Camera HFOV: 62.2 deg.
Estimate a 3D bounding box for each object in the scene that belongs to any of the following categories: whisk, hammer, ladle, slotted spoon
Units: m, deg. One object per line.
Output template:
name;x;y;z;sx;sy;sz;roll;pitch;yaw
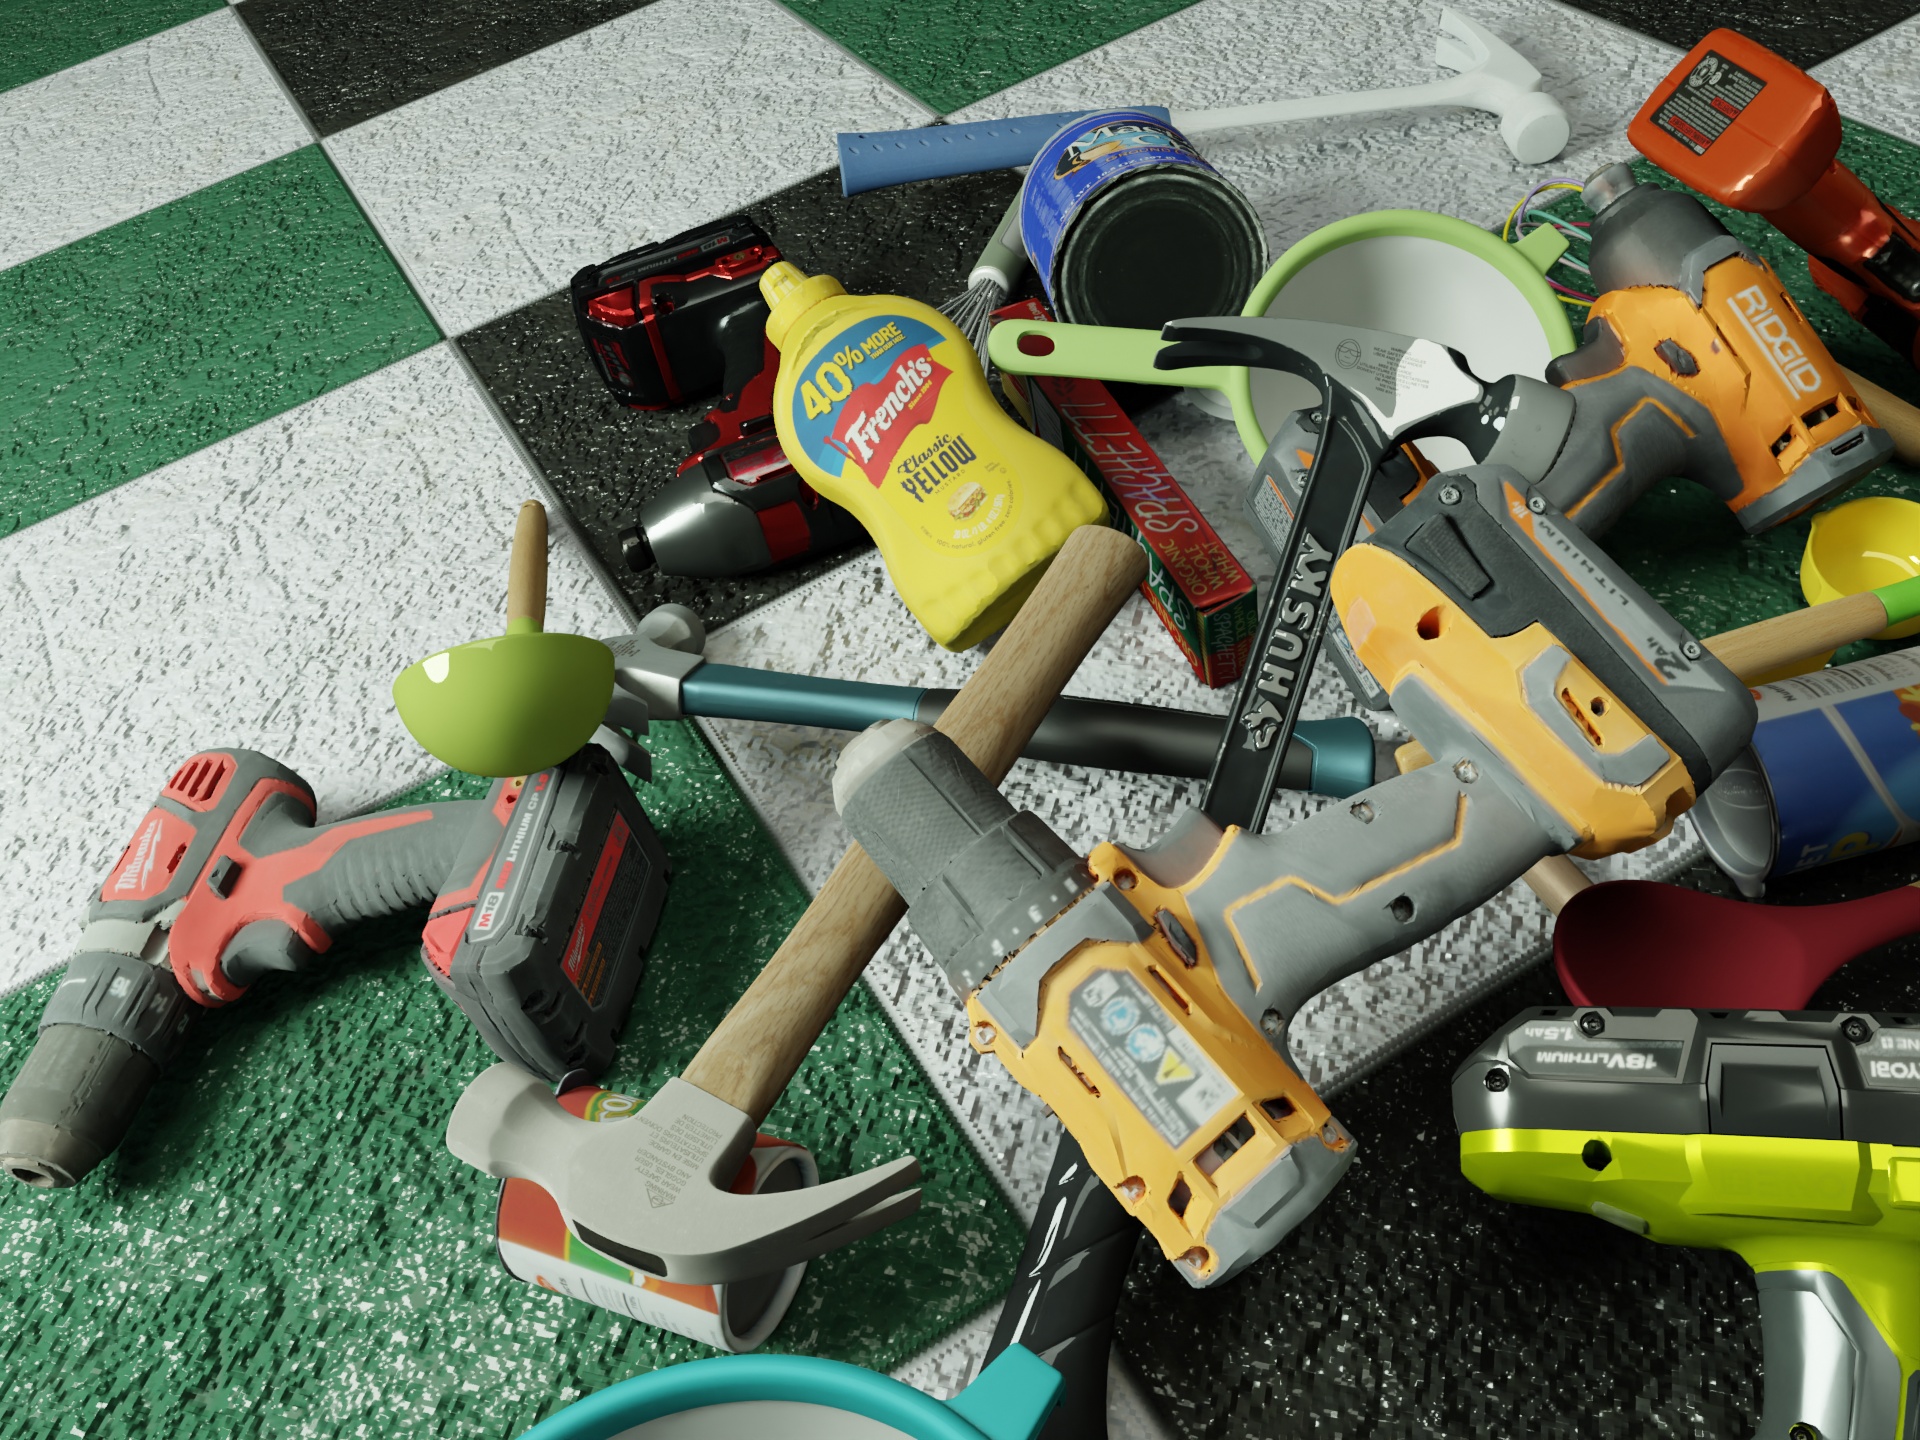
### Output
whisk;0.351;-0.186;0.751;0.047;0.051;0.245;-43;54;3
hammer;0.081;0.039;0.523;0.149;0.036;0.409;20;72;5
ladle;-0.190;-0.058;0.684;0.078;0.062;0.320;-13;25;-8
whisk;0.013;-0.233;0.867;0.057;0.059;0.246;32;48;-10
hammer;-0.017;0.042;0.545;0.130;0.031;0.331;23;53;19
ladle;0.332;0.052;0.517;0.315;0.031;0.069;-14;52;-11
hammer;0.131;-0.350;0.926;0.405;0.035;0.144;-7;46;-1
slotted spoon;0.313;-0.033;0.590;0.314;0.031;0.070;-19;42;3
hammer;-0.001;-0.002;0.647;0.331;0.033;0.128;6;23;13

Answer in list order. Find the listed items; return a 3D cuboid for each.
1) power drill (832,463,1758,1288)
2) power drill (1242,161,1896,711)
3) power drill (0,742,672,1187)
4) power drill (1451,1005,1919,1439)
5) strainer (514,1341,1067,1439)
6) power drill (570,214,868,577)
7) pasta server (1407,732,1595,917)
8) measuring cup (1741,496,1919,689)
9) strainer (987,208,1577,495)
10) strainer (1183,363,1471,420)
power drill;0.090;0.023;0.472;0.226;0.084;0.185;-41;77;-8
power drill;0.232;-0.119;0.639;0.226;0.084;0.164;-28;80;-5
power drill;-0.244;0.092;0.613;0.227;0.080;0.188;-2;48;16
power drill;0.178;0.192;0.388;0.190;0.080;0.229;-2;65;20
strainer;-0.115;0.287;0.389;0.340;0.095;0.211;-12;44;5
power drill;-0.123;-0.159;0.813;0.143;0.078;0.220;-22;50;-7
pasta server;0.242;0.098;0.513;0.060;0.040;0.317;-18;45;-14
measuring cup;0.329;-0.025;0.618;0.156;0.029;0.062;-44;58;-13
strainer;0.141;-0.151;0.720;0.256;0.069;0.151;6;83;5
strainer;0.215;-0.175;0.769;0.258;0.050;0.087;9;55;16
